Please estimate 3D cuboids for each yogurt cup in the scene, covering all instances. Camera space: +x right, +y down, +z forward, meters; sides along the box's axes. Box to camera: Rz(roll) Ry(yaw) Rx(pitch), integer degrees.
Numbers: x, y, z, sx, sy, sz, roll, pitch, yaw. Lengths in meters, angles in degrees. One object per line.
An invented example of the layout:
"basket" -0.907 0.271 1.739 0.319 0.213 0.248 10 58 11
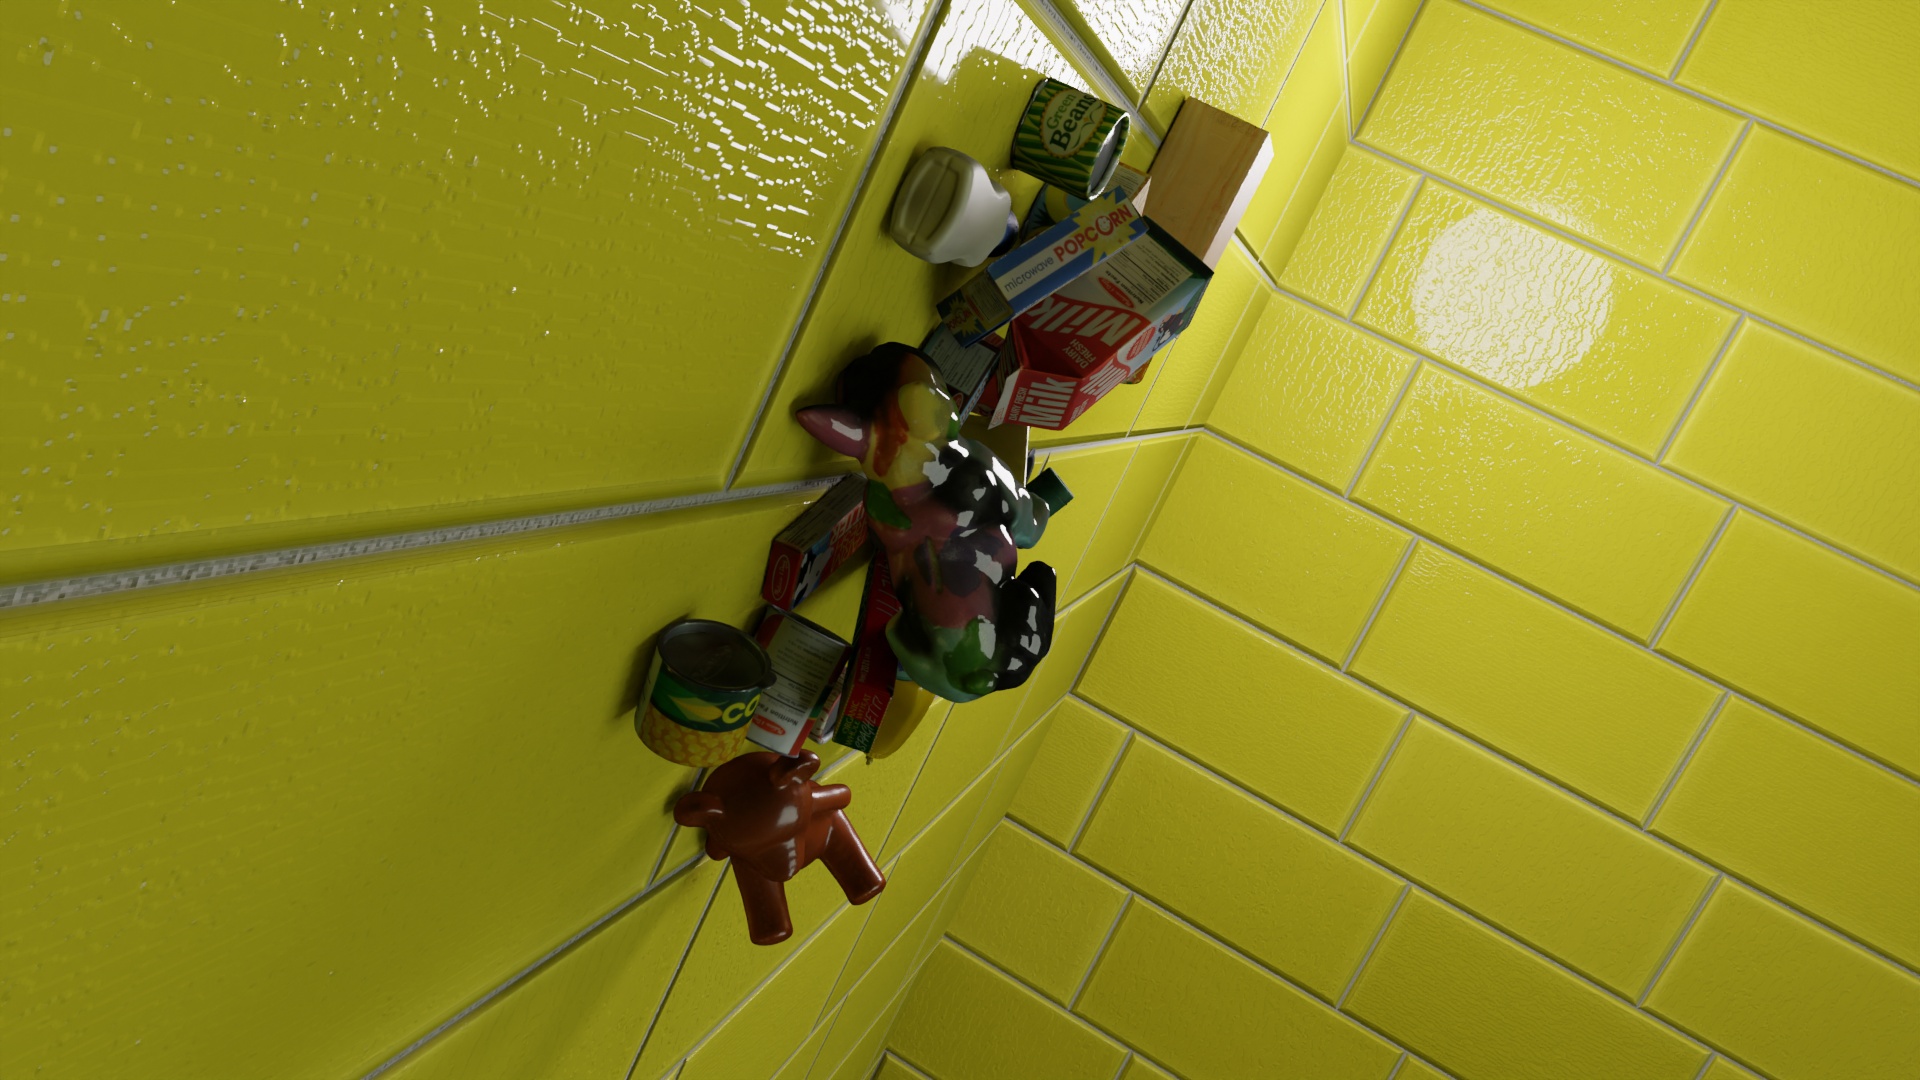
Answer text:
"yogurt cup" 0.032 -0.125 1.101 0.072 0.054 0.072 -58 168 -20

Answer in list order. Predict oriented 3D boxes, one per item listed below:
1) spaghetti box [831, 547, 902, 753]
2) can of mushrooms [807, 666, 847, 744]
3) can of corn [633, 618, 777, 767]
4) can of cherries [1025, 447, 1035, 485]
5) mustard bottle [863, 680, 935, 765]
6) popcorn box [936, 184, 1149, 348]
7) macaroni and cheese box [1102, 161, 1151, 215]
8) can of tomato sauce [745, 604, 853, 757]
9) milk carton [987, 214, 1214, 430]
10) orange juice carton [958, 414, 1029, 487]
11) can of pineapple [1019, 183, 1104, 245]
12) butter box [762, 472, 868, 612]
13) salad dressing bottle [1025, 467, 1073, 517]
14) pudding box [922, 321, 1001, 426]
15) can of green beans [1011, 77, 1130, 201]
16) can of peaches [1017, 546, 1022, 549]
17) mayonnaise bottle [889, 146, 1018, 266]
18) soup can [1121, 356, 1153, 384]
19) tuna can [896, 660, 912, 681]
"spaghetti box" -0.057 0.058 0.997 0.251 0.029 0.050 -85 -165 -63
"can of mushrooms" -0.110 0.128 1.127 0.071 0.033 0.070 -56 167 -21
"can of corn" -0.146 0.089 0.797 0.071 0.071 0.058 -39 155 -61
"can of cherries" 0.025 -0.061 1.203 0.072 0.058 0.071 -56 166 -22
"mustard bottle" -0.069 0.163 1.313 0.049 0.065 0.159 -42 164 -44
"popcorn box" 0.054 -0.184 0.938 0.127 0.038 0.085 -35 -174 -23
"macaroni and cheese box" 0.101 -0.227 1.190 0.167 0.040 0.123 -55 166 -29
"can of tomato sauce" -0.120 0.093 0.934 0.083 0.071 0.071 -62 168 -2
"milk carton" 0.092 -0.150 1.020 0.191 0.073 0.072 -40 165 -26
"orange juice carton" 0.004 -0.014 1.131 0.191 0.072 0.073 103 -6 -53
"can of pineapple" 0.087 -0.239 1.064 0.071 0.058 0.070 -57 167 -20
"butter box" -0.093 0.000 0.933 0.104 0.024 0.052 -47 160 -51
"salad dressing bottle" 0.033 -0.008 1.251 0.147 0.044 0.064 -38 -150 6
"pudding box" -0.013 -0.106 0.965 0.084 0.050 0.030 -59 173 -18
"can of green beans" 0.076 -0.272 0.945 0.071 0.058 0.071 -57 167 -21
"can of peaches" 0.036 -0.020 1.312 0.071 0.071 0.058 -65 166 16
"mayonnaise bottle" 0.002 -0.198 0.851 0.064 0.041 0.148 -63 169 12
"soup can" 0.144 -0.187 1.198 0.072 0.071 0.083 -41 158 -58
"tuna can" -0.051 0.087 1.209 0.071 0.071 0.032 -49 161 -46
